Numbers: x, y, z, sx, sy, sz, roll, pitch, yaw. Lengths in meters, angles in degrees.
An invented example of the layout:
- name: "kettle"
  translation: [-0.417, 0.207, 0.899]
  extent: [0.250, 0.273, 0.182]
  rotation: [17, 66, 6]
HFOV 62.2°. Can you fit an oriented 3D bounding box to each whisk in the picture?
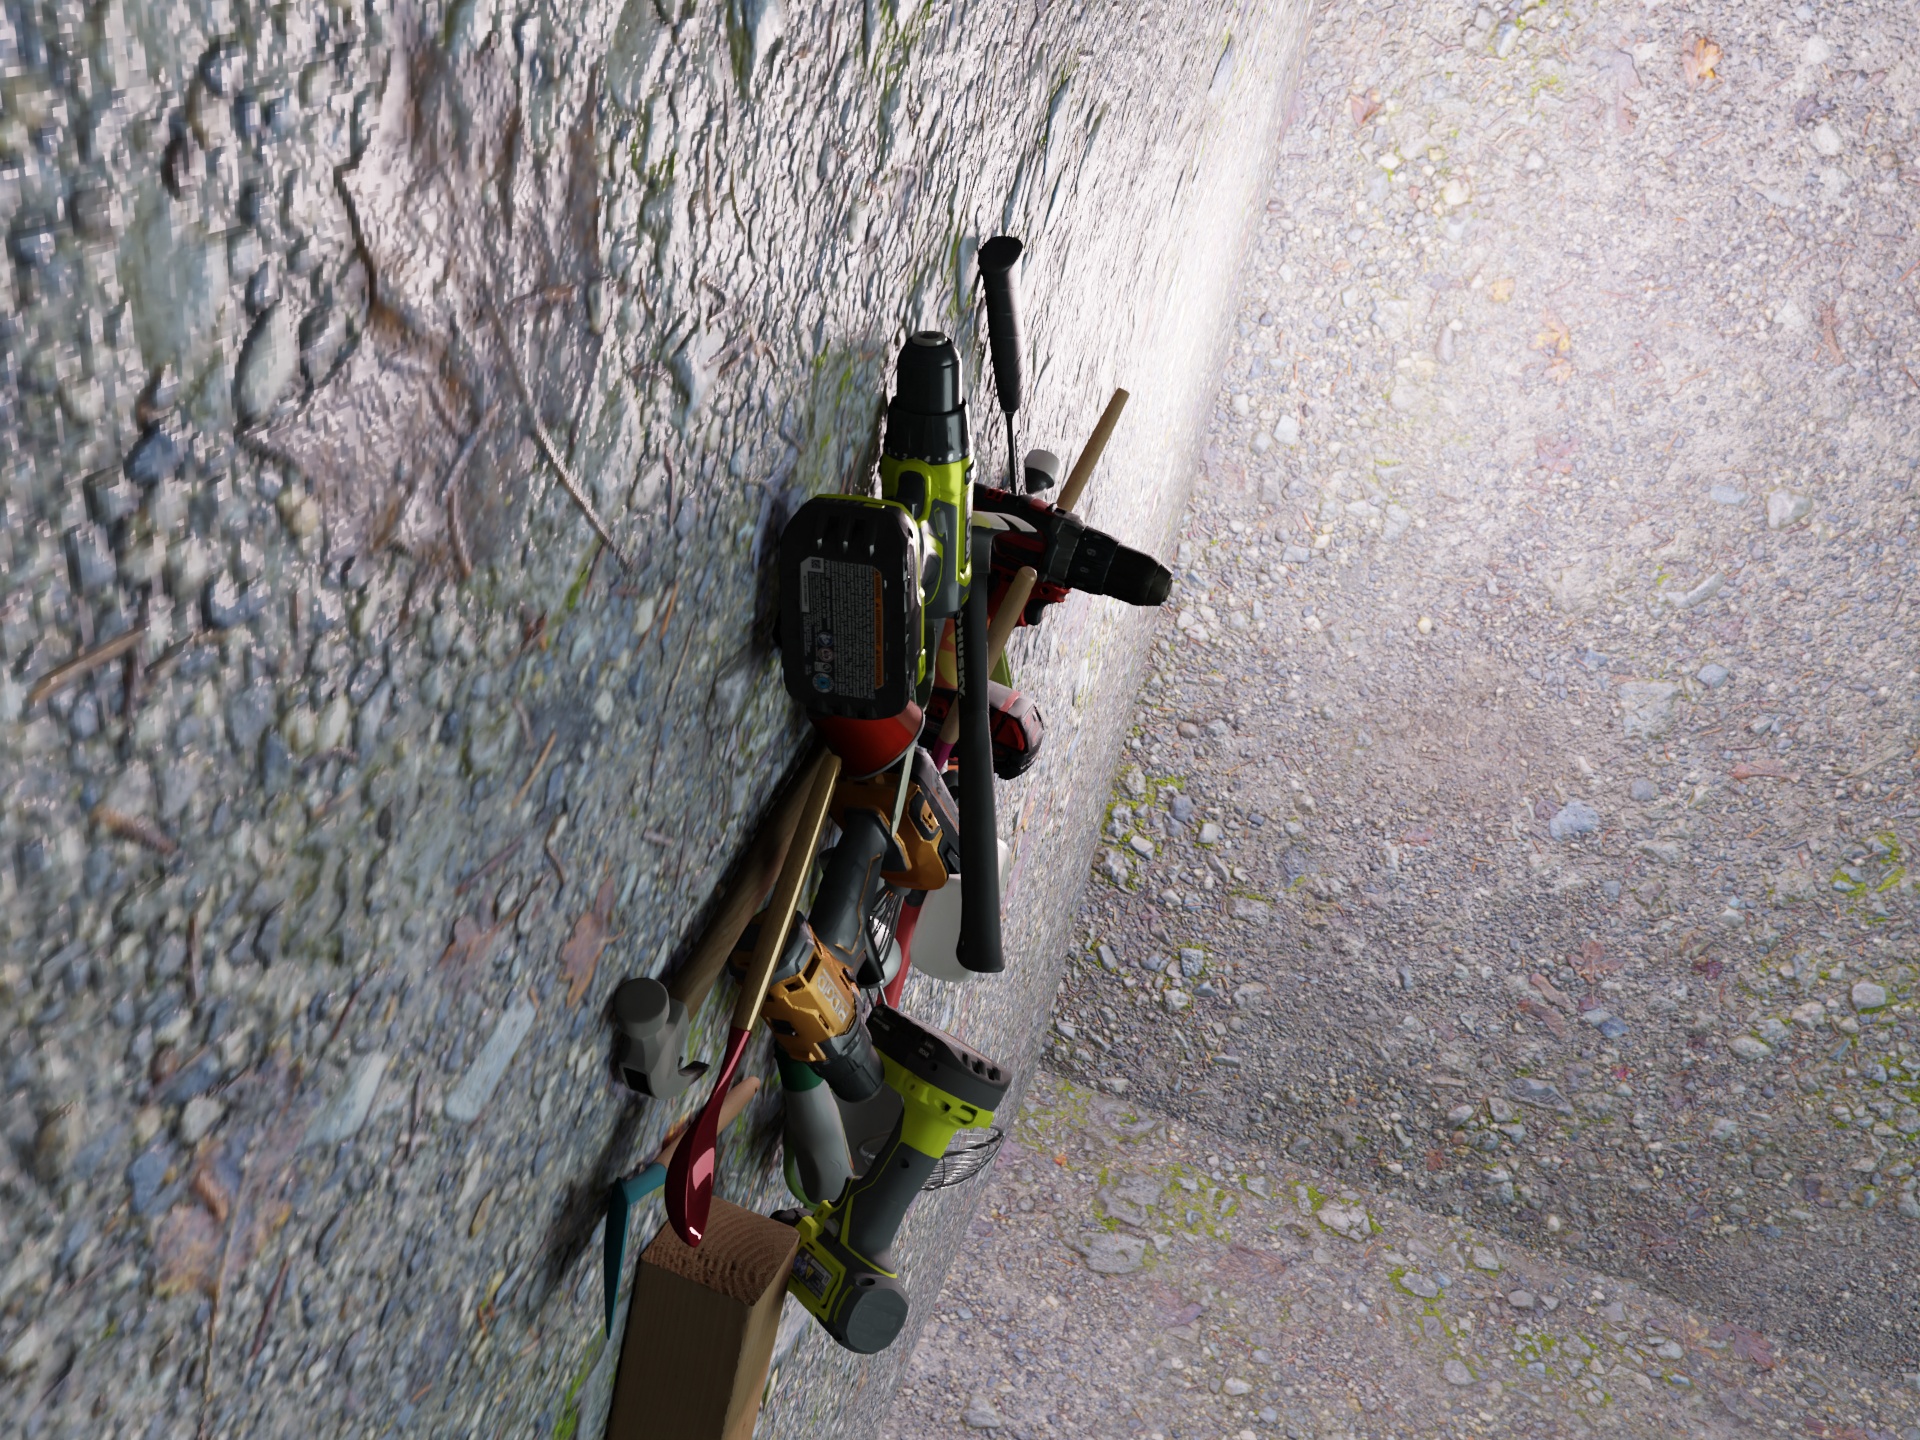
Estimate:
- name: "whisk"
  translation: [-0.054, 0.133, 1.300]
  extent: [0.239, 0.055, 0.055]
  rotation: [-62, 175, 26]

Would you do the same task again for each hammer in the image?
- name: "hammer"
  translation: [0.040, -0.255, 1.314]
  extent: [0.408, 0.036, 0.149]
  rotation: [79, 32, -68]
- name: "hammer"
  translation: [0.012, 0.012, 1.139]
  extent: [0.146, 0.035, 0.335]
  rotation: [160, -70, -65]
- name: "hammer"
  translation: [-0.044, 0.185, 1.590]
  extent: [0.143, 0.038, 0.386]
  rotation: [-34, 141, -75]
- name: "hammer"
  translation: [-0.132, 0.102, 1.033]
  extent: [0.130, 0.031, 0.331]
  rotation: [96, 16, -46]

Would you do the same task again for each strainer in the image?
- name: "strainer"
  translation: [-0.073, 0.167, 1.384]
  extent: [0.258, 0.050, 0.087]
  rotation: [96, -2, -46]
- name: "strainer"
  translation: [-0.117, 0.307, 1.383]
  extent: [0.151, 0.069, 0.256]
  rotation: [-30, 127, -28]

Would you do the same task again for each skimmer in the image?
- name: "skimmer"
  translation: [-0.056, 0.251, 1.324]
  extent: [0.090, 0.127, 0.363]
  rotation: [-84, 160, -65]

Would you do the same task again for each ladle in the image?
- name: "ladle"
  translation: [-0.129, 0.169, 1.002]
  extent: [0.069, 0.031, 0.315]
  rotation: [78, 29, -75]
- name: "ladle"
  translation: [0.089, -0.159, 1.482]
  extent: [0.078, 0.062, 0.320]
  rotation: [-90, -154, -67]

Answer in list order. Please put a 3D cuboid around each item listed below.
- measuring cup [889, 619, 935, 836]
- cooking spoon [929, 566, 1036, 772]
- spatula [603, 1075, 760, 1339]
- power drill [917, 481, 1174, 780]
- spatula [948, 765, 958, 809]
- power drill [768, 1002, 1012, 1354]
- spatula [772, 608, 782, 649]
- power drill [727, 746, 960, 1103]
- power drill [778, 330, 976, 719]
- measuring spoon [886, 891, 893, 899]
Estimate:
- name: "measuring cup"
  translation: [-0.049, -0.001, 1.122]
  extent: [0.083, 0.038, 0.168]
  rotation: [65, 33, -71]
- name: "cooking spoon"
  translation: [-0.002, -0.004, 1.245]
  extent: [0.069, 0.017, 0.318]
  rotation: [-61, 178, -46]
- name: "spatula"
  translation: [-0.183, 0.298, 1.065]
  extent: [0.317, 0.044, 0.082]
  rotation: [-28, 128, -76]
- name: "power drill"
  translation: [0.059, -0.068, 1.315]
  extent: [0.080, 0.188, 0.226]
  rotation: [-51, 160, -65]
- name: "spatula"
  translation: [-0.043, 0.066, 1.386]
  extent: [0.322, 0.041, 0.081]
  rotation: [17, 93, -77]
- name: "power drill"
  translation: [-0.066, 0.339, 1.208]
  extent: [0.171, 0.080, 0.223]
  rotation: [16, -103, 58]
- name: "spatula"
  translation: [-0.078, -0.049, 1.095]
  extent: [0.315, 0.018, 0.060]
  rotation: [47, 63, -77]
- name: "power drill"
  translation: [-0.071, 0.152, 1.167]
  extent: [0.226, 0.084, 0.185]
  rotation: [-62, 141, -36]
- name: "power drill"
  translation: [-0.040, -0.122, 0.991]
  extent: [0.229, 0.080, 0.190]
  rotation: [-66, 160, -56]
- name: "measuring spoon"
  translation: [-0.075, 0.151, 1.464]
  extent: [0.021, 0.011, 0.116]
  rotation: [-67, 165, -5]
